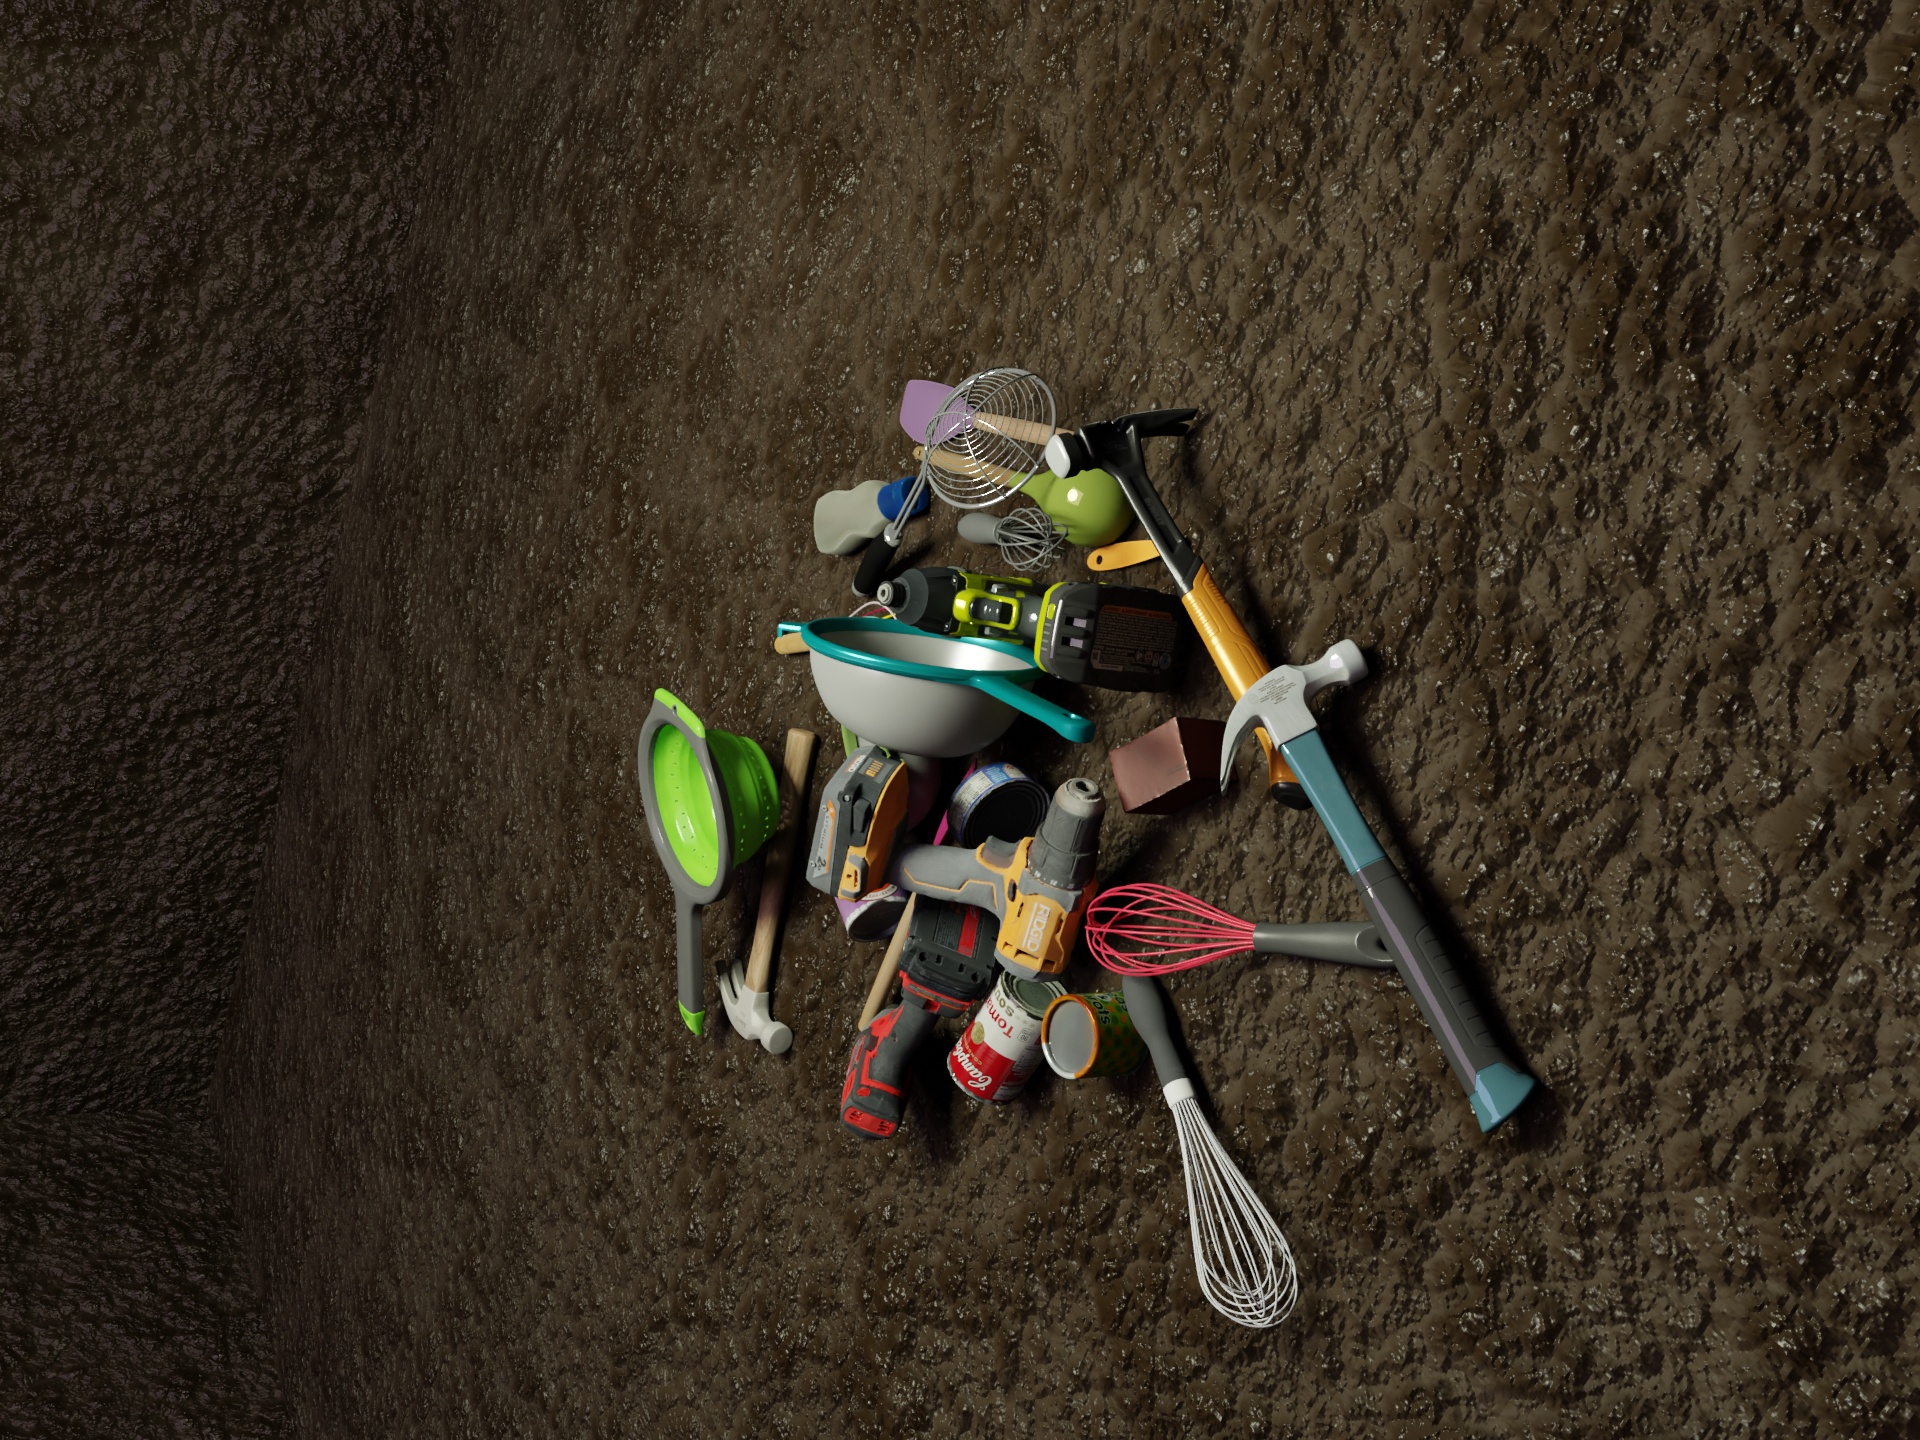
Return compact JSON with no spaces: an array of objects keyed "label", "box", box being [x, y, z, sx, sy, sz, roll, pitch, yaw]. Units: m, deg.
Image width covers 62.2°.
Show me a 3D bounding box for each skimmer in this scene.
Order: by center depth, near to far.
[{"label":"skimmer","box":[-0.017,-0.191,1.441,0.363,0.090,0.127,130,142,-63]}]

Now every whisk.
[{"label":"whisk","box":[0.201,0.155,1.148,0.296,0.073,0.073,-4,83,46]},{"label":"whisk","box":[0.174,0.304,1.168,0.070,0.070,0.285,-50,44,36]},{"label":"whisk","box":[0.036,-0.158,1.360,0.239,0.055,0.055,-148,68,-71]},{"label":"whisk","box":[-0.121,-0.086,1.608,0.245,0.051,0.047,-3,62,56]}]

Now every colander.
[{"label":"colander","box":[-0.252,0.152,1.665,0.205,0.094,0.396,35,130,47]}]

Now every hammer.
[{"label":"hammer","box":[0.276,0.107,1.041,0.128,0.033,0.331,-26,65,2]},{"label":"hammer","box":[0.188,-0.087,1.176,0.337,0.127,0.034,65,157,20]},{"label":"hammer","box":[-0.196,0.172,1.672,0.130,0.031,0.331,18,100,51]}]

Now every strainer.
[{"label":"strainer","box":[-0.002,-0.004,1.298,0.341,0.211,0.095,28,113,54]},{"label":"strainer","box":[-0.075,0.000,1.500,0.151,0.069,0.257,93,157,-49]}]

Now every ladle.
[{"label":"ladle","box":[0.046,-0.215,1.413,0.320,0.062,0.078,30,111,57]}]

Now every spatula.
[{"label":"spatula","box":[0.031,-0.268,1.447,0.316,0.018,0.059,25,106,52]}]

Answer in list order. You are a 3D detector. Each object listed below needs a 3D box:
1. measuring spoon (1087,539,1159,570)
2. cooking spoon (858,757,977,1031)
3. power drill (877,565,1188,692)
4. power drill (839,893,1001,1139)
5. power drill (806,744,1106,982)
[{"label":"measuring spoon","box":[0.143,-0.136,1.296,0.117,0.011,0.021,-4,83,55]},{"label":"cooking spoon","box":[-0.039,0.167,1.441,0.069,0.017,0.318,-75,7,-60]},{"label":"power drill","box":[0.054,-0.082,1.274,0.223,0.171,0.080,16,100,48]},{"label":"power drill","box":[-0.040,0.250,1.397,0.143,0.078,0.219,-76,10,-57]},{"label":"power drill","box":[0.002,0.097,1.269,0.226,0.084,0.185,21,124,10]}]
